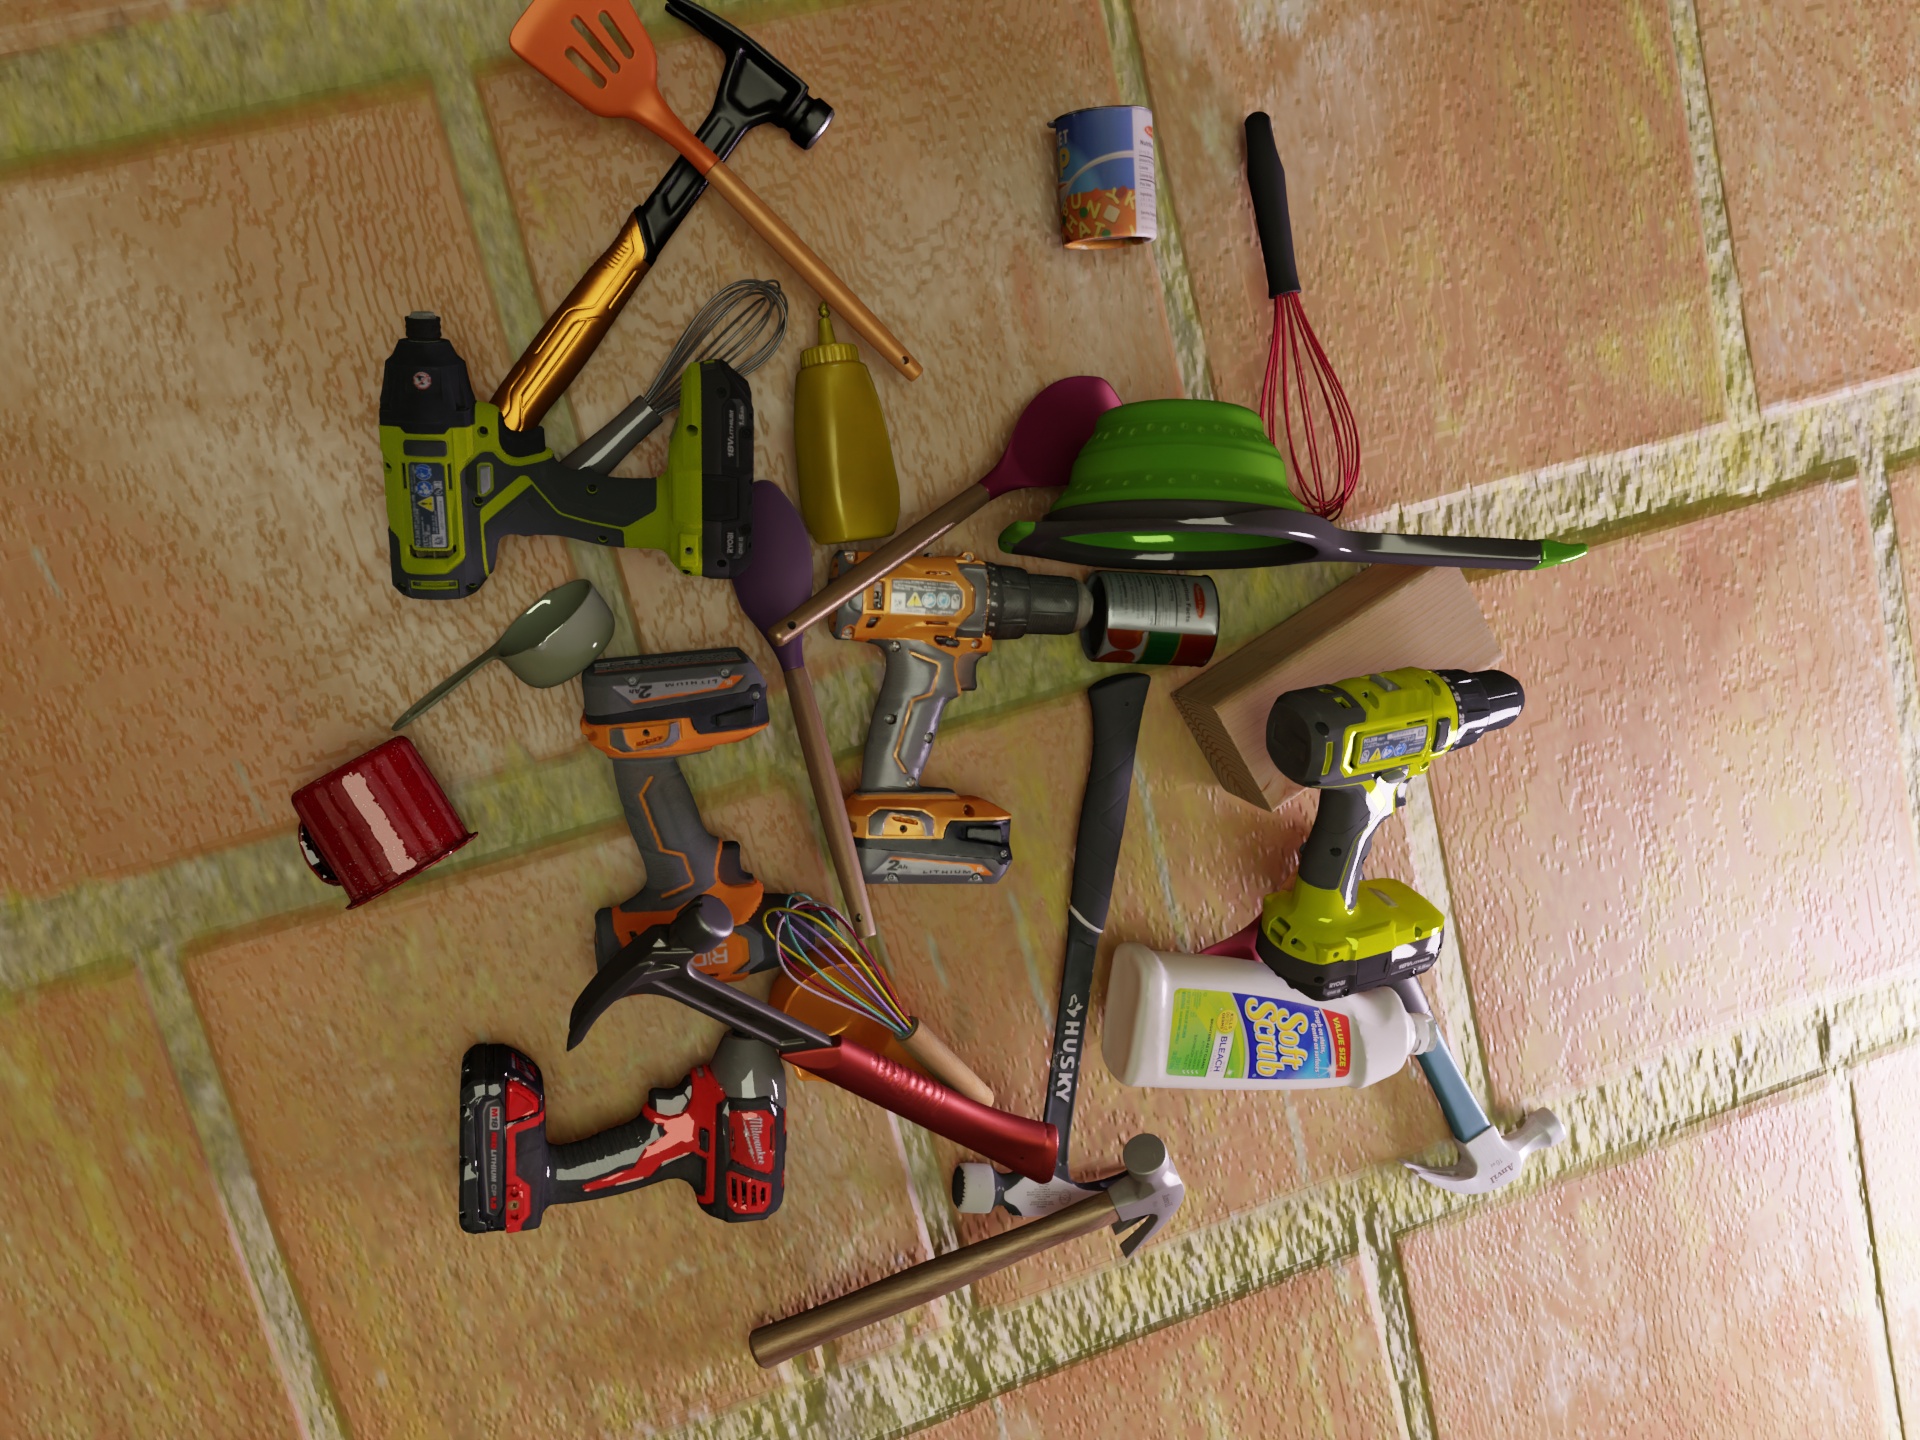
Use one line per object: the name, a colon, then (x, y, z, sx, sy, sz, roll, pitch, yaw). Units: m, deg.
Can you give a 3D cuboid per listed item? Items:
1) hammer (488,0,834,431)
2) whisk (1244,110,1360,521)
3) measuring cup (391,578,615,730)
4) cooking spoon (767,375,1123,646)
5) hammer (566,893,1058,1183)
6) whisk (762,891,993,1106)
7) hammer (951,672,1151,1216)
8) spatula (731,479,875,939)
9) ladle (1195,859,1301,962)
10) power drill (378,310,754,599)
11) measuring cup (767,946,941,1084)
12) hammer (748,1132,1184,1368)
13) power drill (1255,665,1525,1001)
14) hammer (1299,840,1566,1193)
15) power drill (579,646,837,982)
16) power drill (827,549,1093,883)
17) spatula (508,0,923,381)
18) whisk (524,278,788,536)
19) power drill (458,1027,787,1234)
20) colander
hammer: (-0.226, -0.300, 1.032, 0.127, 0.034, 0.337, 35, 88, -16)
whisk: (0.234, -0.284, 1.133, 0.073, 0.073, 0.296, -11, 95, -12)
measuring cup: (-0.297, -0.029, 1.041, 0.167, 0.083, 0.038, -33, 119, 9)
cooking spoon: (-0.004, -0.141, 1.074, 0.319, 0.017, 0.068, -38, 100, -23)
hammer: (-0.077, 0.237, 1.062, 0.358, 0.037, 0.149, 33, 120, -28)
whisk: (-0.052, 0.197, 1.081, 0.047, 0.051, 0.244, -32, 123, 13)
hammer: (0.095, 0.166, 1.168, 0.149, 0.036, 0.409, 7, 95, -15)
spatula: (-0.102, -0.010, 1.057, 0.060, 0.018, 0.316, -16, 82, 10)
ladle: (0.256, 0.111, 1.176, 0.069, 0.031, 0.315, 33, 100, -19)
power drill: (-0.242, -0.163, 0.988, 0.223, 0.080, 0.171, -1, 111, -10)
measuring cup: (-0.062, 0.225, 1.133, 0.173, 0.052, 0.095, 37, 87, -28)
hammer: (0.006, 0.394, 1.149, 0.331, 0.031, 0.129, -23, 140, 1)
power drill: (0.295, 0.069, 1.105, 0.190, 0.080, 0.228, -10, 120, -23)
hammer: (0.353, 0.228, 1.237, 0.128, 0.033, 0.331, -31, 103, -9)
power drill: (-0.170, 0.069, 1.071, 0.164, 0.084, 0.226, -6, 103, -13)
power drill: (-0.002, -0.004, 1.102, 0.185, 0.084, 0.226, 1, 92, -14)
spatula: (-0.139, -0.334, 1.011, 0.322, 0.041, 0.081, 43, 85, -17)
whisk: (-0.204, -0.204, 1.046, 0.239, 0.055, 0.055, -42, 104, 0)
power drill: (-0.227, 0.273, 1.086, 0.219, 0.078, 0.143, 1, 97, -16)
colander: (0.225, -0.155, 1.063, 0.397, 0.204, 0.094, 2, 88, -5)
